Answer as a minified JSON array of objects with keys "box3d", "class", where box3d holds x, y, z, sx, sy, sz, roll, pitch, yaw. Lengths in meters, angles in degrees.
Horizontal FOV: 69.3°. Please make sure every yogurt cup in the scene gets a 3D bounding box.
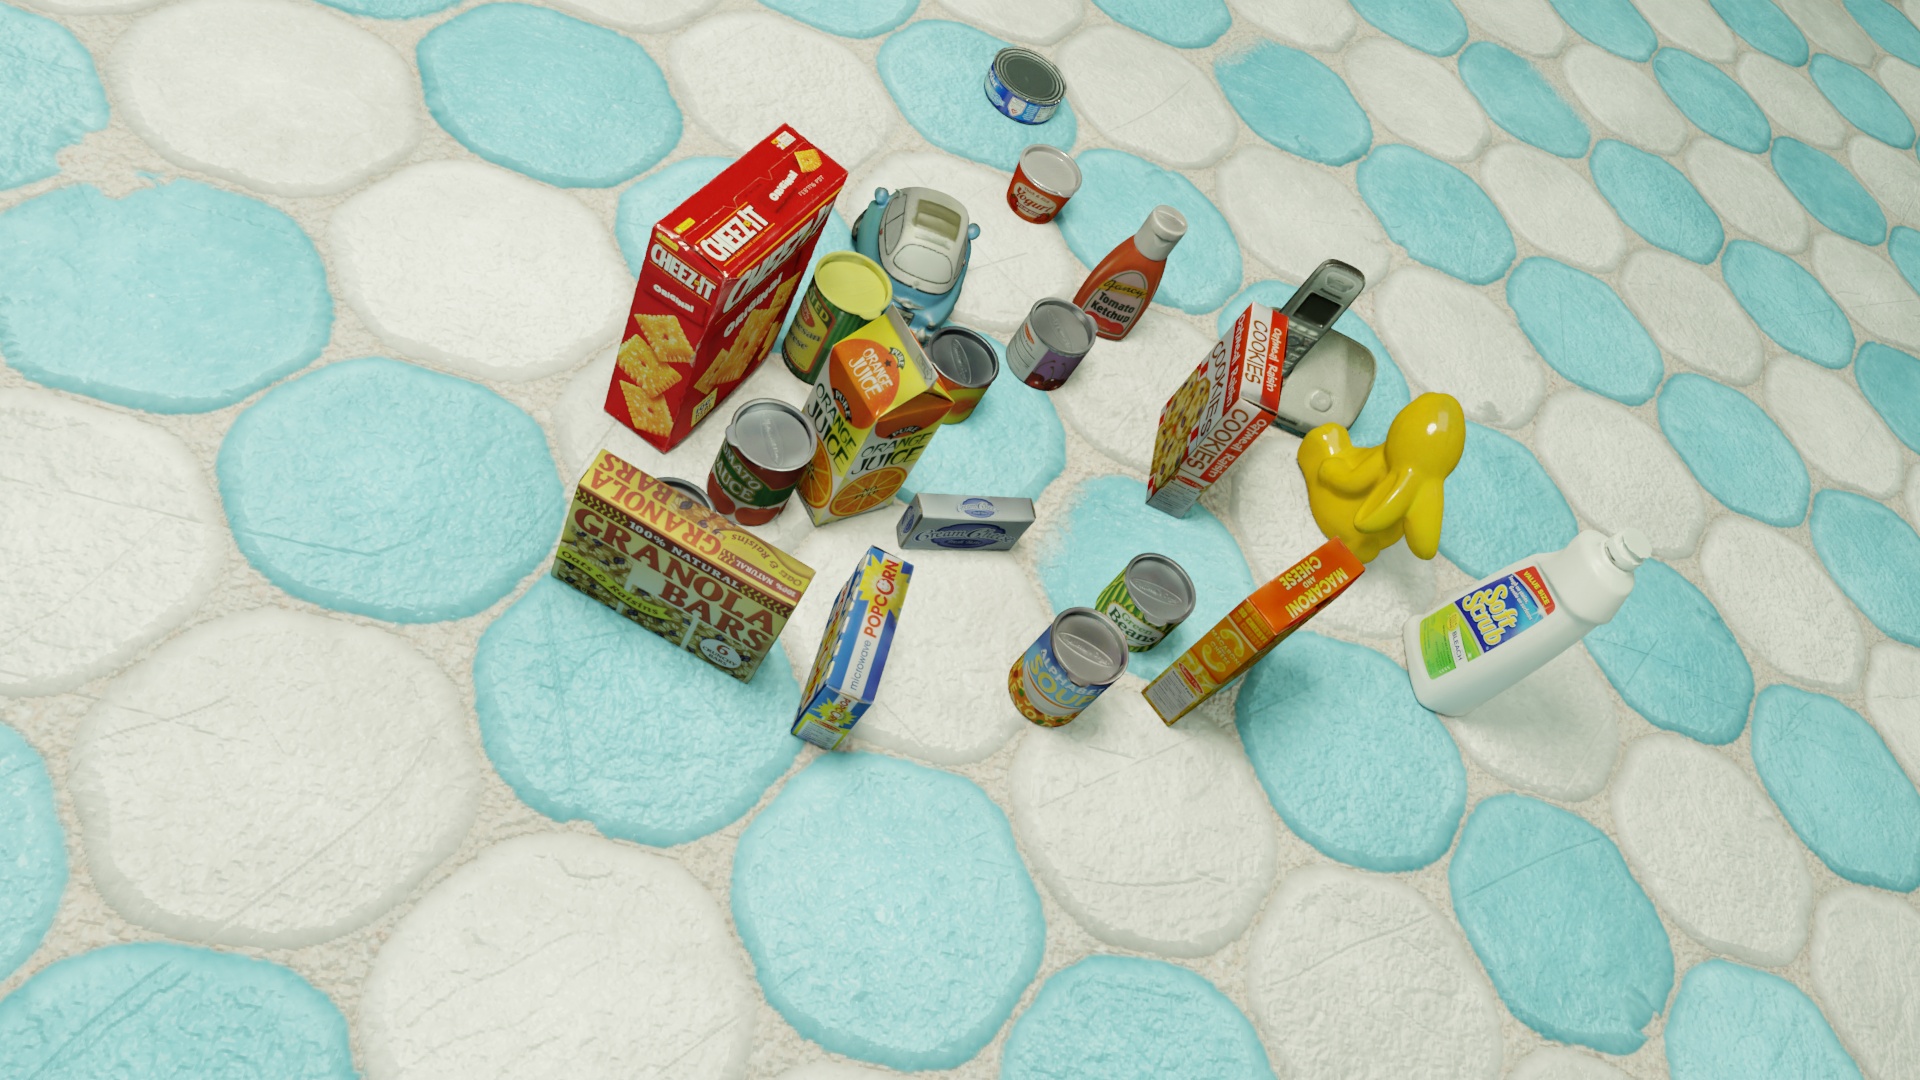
[{"box3d":[0.081,-0.357,1.398,0.072,0.053,0.073,13,55,-18],"class":"yogurt cup"}]

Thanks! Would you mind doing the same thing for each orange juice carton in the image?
[{"box3d":[-0.068,-0.096,1.065,0.073,0.191,0.072,-16,68,-33],"class":"orange juice carton"}]

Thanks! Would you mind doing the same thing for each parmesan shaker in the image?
[{"box3d":[-0.104,-0.181,1.161,0.071,0.102,0.071,13,55,-18],"class":"parmesan shaker"}]

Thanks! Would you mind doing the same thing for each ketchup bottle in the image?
[{"box3d":[0.162,-0.253,1.307,0.065,0.148,0.044,22,52,-11],"class":"ketchup bottle"}]

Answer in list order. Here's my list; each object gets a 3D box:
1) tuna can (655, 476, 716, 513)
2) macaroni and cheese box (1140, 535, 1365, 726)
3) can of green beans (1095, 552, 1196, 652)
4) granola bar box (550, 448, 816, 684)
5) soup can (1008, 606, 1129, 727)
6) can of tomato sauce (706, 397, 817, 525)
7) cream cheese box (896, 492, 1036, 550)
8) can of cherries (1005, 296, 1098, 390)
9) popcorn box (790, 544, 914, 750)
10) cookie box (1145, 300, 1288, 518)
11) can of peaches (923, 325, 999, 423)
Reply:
[{"box3d":[-0.220,-0.013,1.040,0.071,0.032,0.071,13,55,-18],"class":"tuna can"},{"box3d":[0.234,0.075,1.114,0.124,0.165,0.040,-28,74,-36],"class":"macaroni and cheese box"},{"box3d":[0.154,0.052,1.160,0.071,0.057,0.071,13,55,-18],"class":"can of green beans"},{"box3d":[-0.196,0.022,0.969,0.165,0.123,0.039,30,51,-5],"class":"granola bar box"},{"box3d":[0.081,0.101,1.076,0.071,0.083,0.072,13,55,-18],"class":"soup can"},{"box3d":[-0.156,-0.059,1.068,0.071,0.082,0.071,13,55,-18],"class":"can of tomato sauce"},{"box3d":[0.004,-0.014,1.135,0.104,0.053,0.024,2,59,-25],"class":"cream cheese box"},{"box3d":[0.085,-0.180,1.280,0.071,0.058,0.072,13,55,-18],"class":"can of cherries"},{"box3d":[-0.079,0.079,1.013,0.038,0.084,0.127,24,52,-10],"class":"popcorn box"},{"box3d":[0.228,-0.114,1.236,0.040,0.166,0.123,24,52,-10],"class":"cookie box"},{"box3d":[-0.009,-0.144,1.211,0.071,0.057,0.071,13,55,-18],"class":"can of peaches"}]
